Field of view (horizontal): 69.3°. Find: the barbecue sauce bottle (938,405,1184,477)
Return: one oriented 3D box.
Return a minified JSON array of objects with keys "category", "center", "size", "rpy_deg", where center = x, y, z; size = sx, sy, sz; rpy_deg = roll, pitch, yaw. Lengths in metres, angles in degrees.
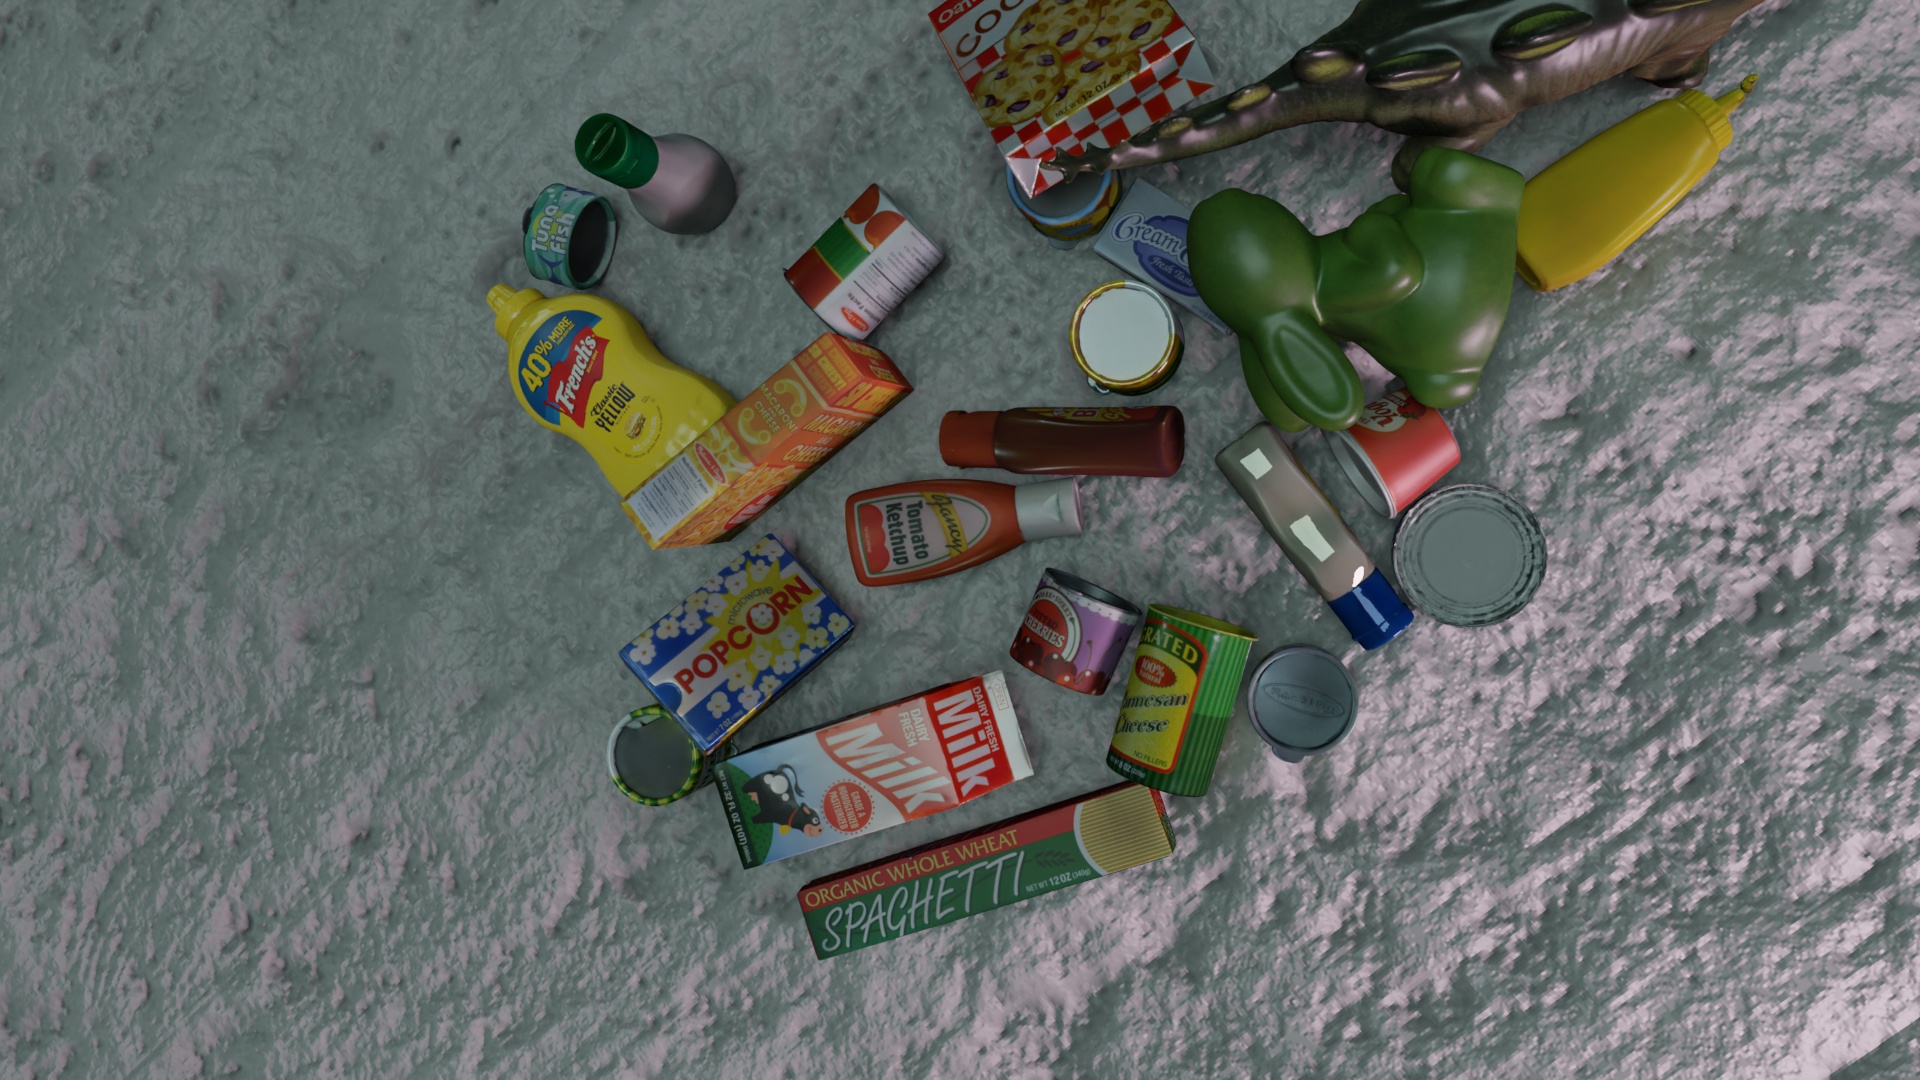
[{"category":"barbecue sauce bottle","center":[0.061,-0.062,0.866],"size":[0.148,0.065,0.043],"rpy_deg":[2,100,21]}]

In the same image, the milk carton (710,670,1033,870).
[{"category":"milk carton","center":[-0.052,0.143,0.888],"size":[0.190,0.073,0.072],"rpy_deg":[-18,87,12]}]

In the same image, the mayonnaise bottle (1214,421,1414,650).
[{"category":"mayonnaise bottle","center":[0.212,-0.003,0.833],"size":[0.041,0.065,0.148],"rpy_deg":[-38,87,7]}]

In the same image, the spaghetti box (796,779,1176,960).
[{"category":"spaghetti box","center":[0.013,0.213,0.897],"size":[0.250,0.029,0.050],"rpy_deg":[-20,86,12]}]

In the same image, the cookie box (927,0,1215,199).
[{"category":"cookie box","center":[0.060,-0.296,0.829],"size":[0.123,0.040,0.168],"rpy_deg":[-30,50,11]}]

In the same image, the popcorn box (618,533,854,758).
[{"category":"popcorn box","center":[-0.143,0.067,0.898],"size":[0.127,0.038,0.085],"rpy_deg":[-40,82,-20]}]

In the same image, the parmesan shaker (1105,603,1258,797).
[{"category":"parmesan shaker","center":[0.135,0.098,0.846],"size":[0.071,0.071,0.103],"rpy_deg":[16,94,12]}]

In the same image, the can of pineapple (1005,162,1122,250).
[{"category":"can of pineapple","center":[0.065,-0.221,0.862],"size":[0.071,0.058,0.071],"rpy_deg":[0,92,13]}]

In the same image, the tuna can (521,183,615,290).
[{"category":"tuna can","center":[-0.262,-0.204,0.931],"size":[0.033,0.071,0.071],"rpy_deg":[17,95,11]}]

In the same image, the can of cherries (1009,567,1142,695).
[{"category":"can of cherries","center":[0.069,0.056,0.860],"size":[0.071,0.071,0.058],"rpy_deg":[26,98,11]}]

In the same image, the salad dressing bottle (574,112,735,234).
[{"category":"salad dressing bottle","center":[-0.190,-0.232,0.874],"size":[0.044,0.148,0.064],"rpy_deg":[40,99,9]}]

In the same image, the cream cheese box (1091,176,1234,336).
[{"category":"cream cheese box","center":[0.138,-0.176,0.864],"size":[0.104,0.024,0.053],"rpy_deg":[34,98,10]}]

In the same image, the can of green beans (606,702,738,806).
[{"category":"can of green beans","center":[-0.194,0.140,0.928],"size":[0.071,0.058,0.071],"rpy_deg":[0,91,13]}]

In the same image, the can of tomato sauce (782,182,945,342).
[{"category":"can of tomato sauce","center":[-0.062,-0.178,0.889],"size":[0.083,0.071,0.071],"rpy_deg":[-44,82,10]}]

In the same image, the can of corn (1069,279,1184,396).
[{"category":"can of corn","center":[0.101,-0.122,0.856],"size":[0.071,0.058,0.071],"rpy_deg":[0,91,13]}]

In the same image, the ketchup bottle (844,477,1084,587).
[{"category":"ketchup bottle","center":[0.003,-0.011,0.888],"size":[0.149,0.043,0.064],"rpy_deg":[-9,89,12]}]

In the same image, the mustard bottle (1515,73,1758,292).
[{"category":"mustard bottle","center":[0.386,-0.210,0.795],"size":[0.160,0.049,0.065],"rpy_deg":[-36,84,10]}]

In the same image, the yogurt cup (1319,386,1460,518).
[{"category":"yogurt cup","center":[0.256,-0.055,0.820],"size":[0.054,0.072,0.072],"rpy_deg":[-33,84,4]}]

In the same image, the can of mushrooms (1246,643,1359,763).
[{"category":"can of mushrooms","center":[0.208,0.099,0.849],"size":[0.071,0.033,0.071],"rpy_deg":[0,91,12]}]

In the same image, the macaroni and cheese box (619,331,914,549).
[{"category":"macaroni and cheese box","center":[-0.118,-0.061,0.873],"size":[0.166,0.124,0.040],"rpy_deg":[-38,84,11]}]
